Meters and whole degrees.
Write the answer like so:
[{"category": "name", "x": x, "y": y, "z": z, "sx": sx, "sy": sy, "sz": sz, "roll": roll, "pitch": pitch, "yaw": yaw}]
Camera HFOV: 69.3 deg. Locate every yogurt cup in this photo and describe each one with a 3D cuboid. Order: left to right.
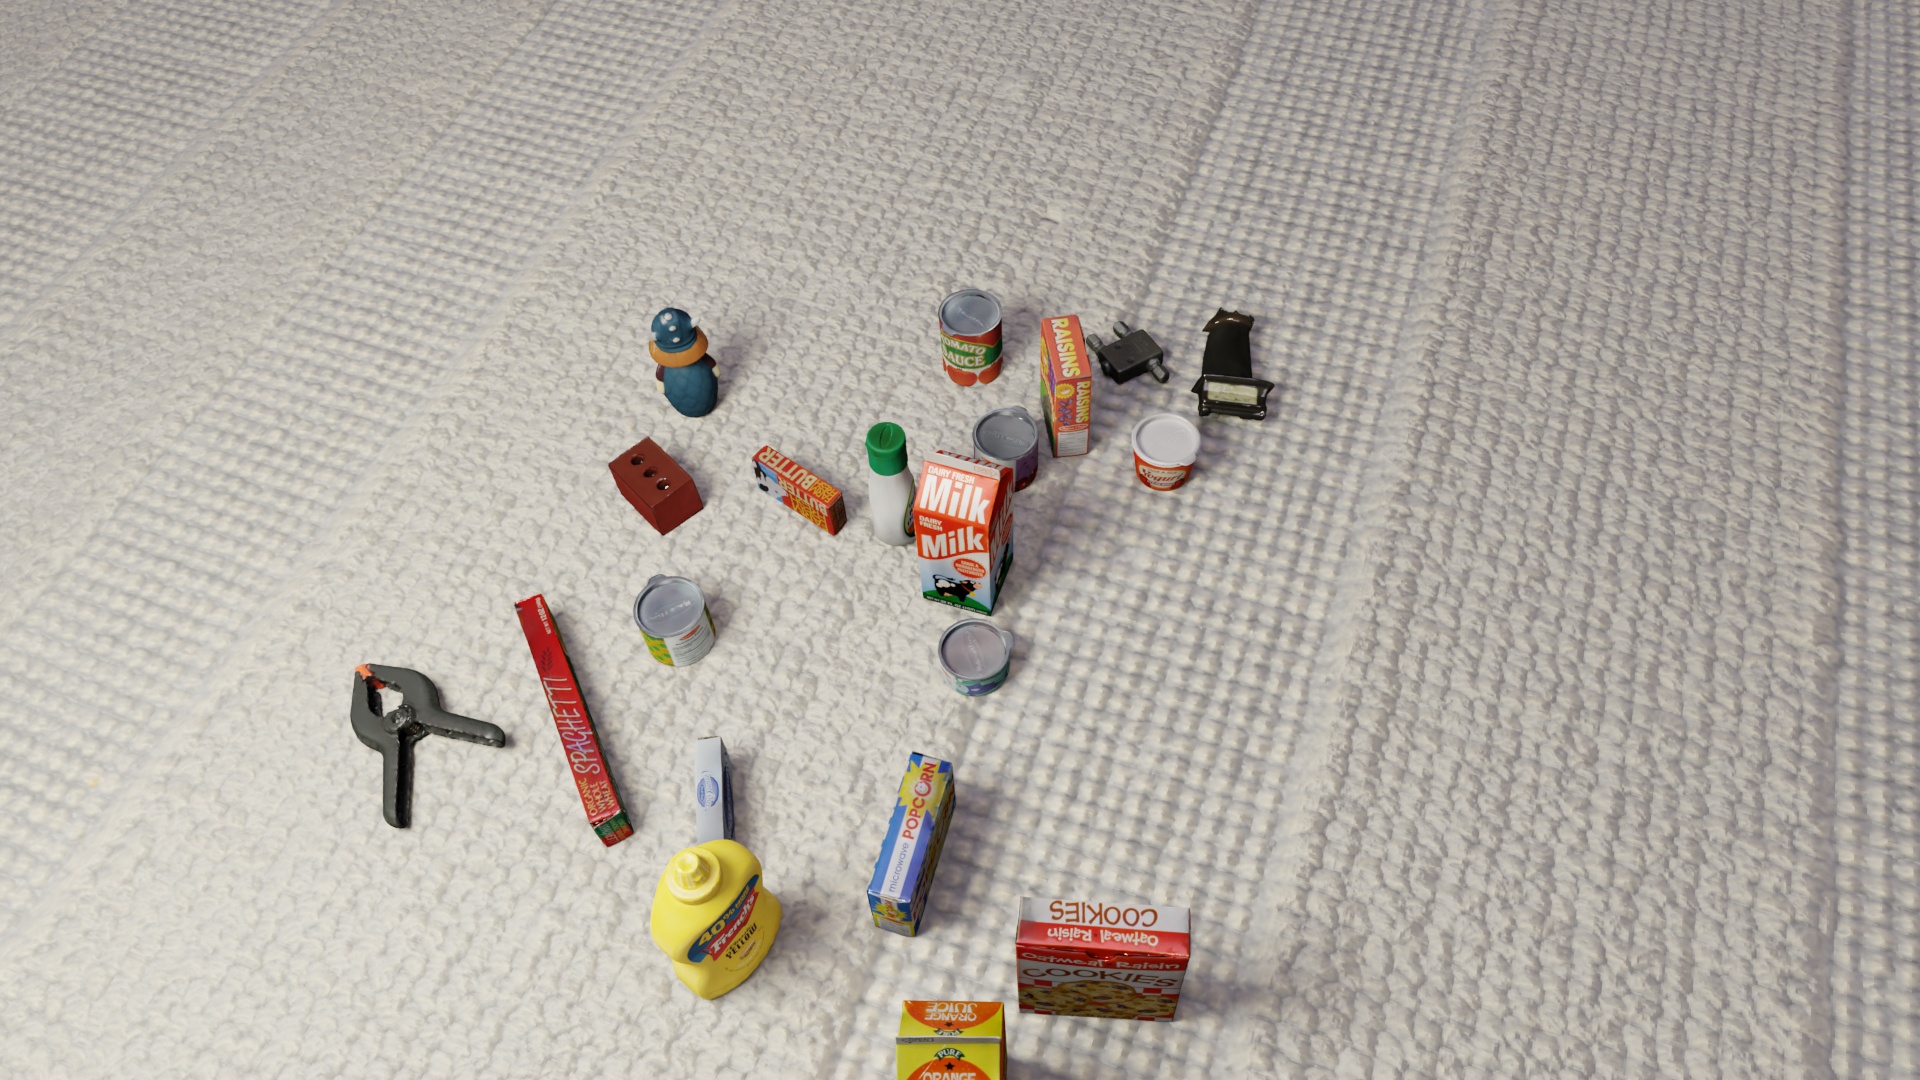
[{"category": "yogurt cup", "x": 0.204, "y": -0.086, "z": 1.385, "sx": 0.072, "sy": 0.053, "sz": 0.073, "roll": -1, "pitch": 55, "yaw": 2}]

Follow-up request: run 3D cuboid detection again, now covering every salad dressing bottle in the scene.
[{"category": "salad dressing bottle", "x": -0.065, "y": -0.053, "z": 1.320, "sx": 0.044, "sy": 0.147, "sz": 0.064, "roll": 7, "pitch": 56, "yaw": 8}]

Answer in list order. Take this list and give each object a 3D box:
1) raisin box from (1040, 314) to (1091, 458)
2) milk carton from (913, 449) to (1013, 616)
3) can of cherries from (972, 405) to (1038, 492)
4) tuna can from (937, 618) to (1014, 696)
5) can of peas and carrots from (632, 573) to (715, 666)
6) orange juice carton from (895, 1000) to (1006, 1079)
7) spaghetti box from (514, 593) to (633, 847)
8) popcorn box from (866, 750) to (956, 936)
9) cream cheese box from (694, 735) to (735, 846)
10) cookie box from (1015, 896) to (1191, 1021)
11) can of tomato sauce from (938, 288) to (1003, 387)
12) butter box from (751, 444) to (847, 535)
[{"category": "raisin box", "x": 0.106, "y": -0.154, "z": 1.395, "sx": 0.040, "sy": 0.122, "sz": 0.086, "roll": -7, "pitch": 56, "yaw": -2}, {"category": "milk carton", "x": 0.005, "y": -0.016, "z": 1.264, "sx": 0.072, "sy": 0.189, "sz": 0.074, "roll": 15, "pitch": 58, "yaw": 13}, {"category": "can of cherries", "x": 0.047, "y": -0.092, "z": 1.395, "sx": 0.071, "sy": 0.058, "sz": 0.072, "roll": -1, "pitch": 55, "yaw": 2}, {"category": "tuna can", "x": 0.015, "y": 0.107, "z": 1.275, "sx": 0.071, "sy": 0.032, "sz": 0.071, "roll": -1, "pitch": 55, "yaw": 2}, {"category": "can of peas and carrots", "x": -0.267, "y": 0.074, "z": 1.296, "sx": 0.071, "sy": 0.058, "sz": 0.071, "roll": -1, "pitch": 55, "yaw": 2}, {"category": "orange juice carton", "x": -0.004, "y": 0.379, "z": 0.990, "sx": 0.072, "sy": 0.191, "sz": 0.073, "roll": 0, "pitch": 56, "yaw": 3}, {"category": "spaghetti box", "x": -0.349, "y": 0.158, "z": 1.248, "sx": 0.029, "sy": 0.050, "sz": 0.251, "roll": -23, "pitch": 57, "yaw": -12}, {"category": "popcorn box", "x": -0.039, "y": 0.251, "z": 1.146, "sx": 0.038, "sy": 0.084, "sz": 0.127, "roll": 11, "pitch": 57, "yaw": 11}, {"category": "cream cheese box", "x": -0.210, "y": 0.226, "z": 1.191, "sx": 0.024, "sy": 0.053, "sz": 0.104, "roll": -8, "pitch": 55, "yaw": -2}, {"category": "cookie box", "x": 0.104, "y": 0.318, "z": 1.042, "sx": 0.123, "sy": 0.166, "sz": 0.040, "roll": 2, "pitch": 56, "yaw": 5}, {"category": "can of tomato sauce", "x": 0.011, "y": -0.211, "z": 1.464, "sx": 0.071, "sy": 0.082, "sz": 0.071, "roll": -1, "pitch": 55, "yaw": 2}, {"category": "butter box", "x": -0.159, "y": -0.050, "z": 1.379, "sx": 0.103, "sy": 0.053, "sz": 0.024, "roll": 32, "pitch": 63, "yaw": 22}]
